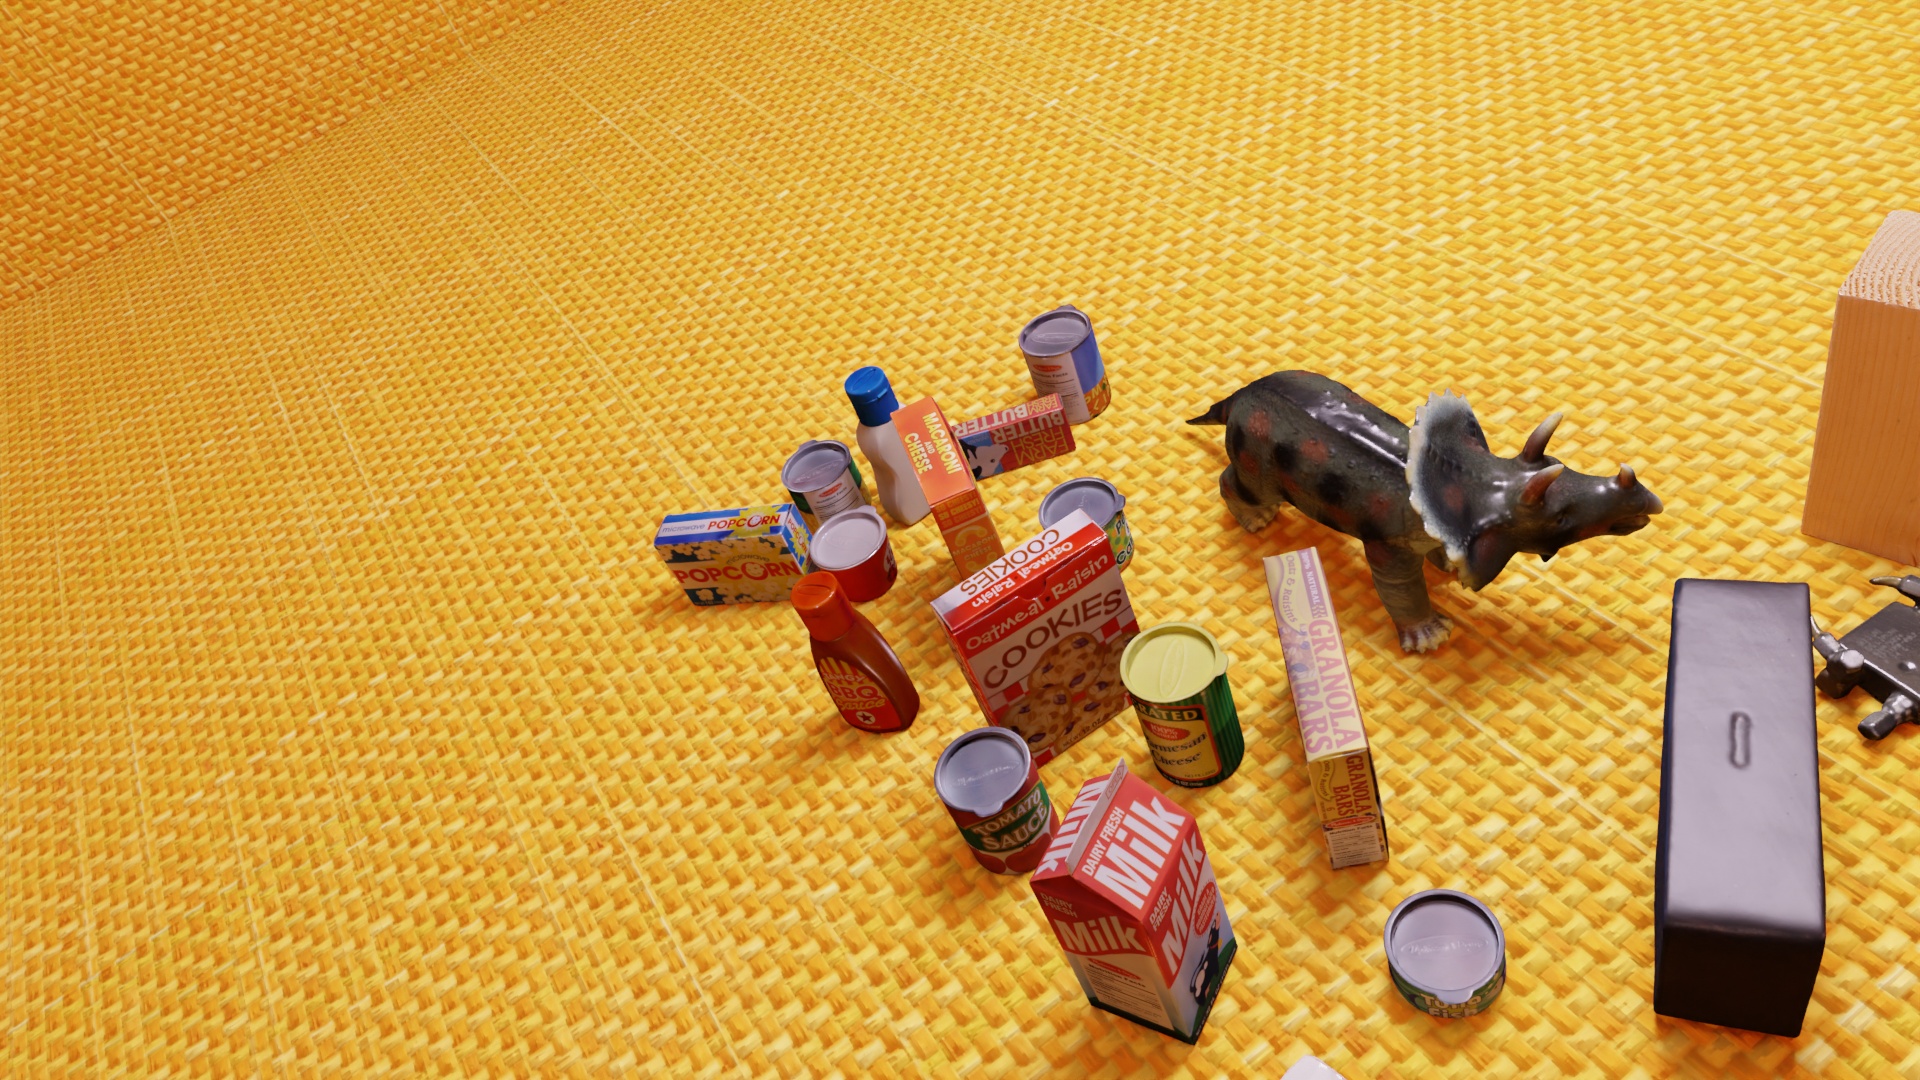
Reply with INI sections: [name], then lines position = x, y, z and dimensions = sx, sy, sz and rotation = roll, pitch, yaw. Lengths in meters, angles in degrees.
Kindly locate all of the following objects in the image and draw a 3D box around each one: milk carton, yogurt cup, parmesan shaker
[milk carton]
position = 0.099, 0.206, 0.798
dimensions = 0.073, 0.189, 0.073
rotation = 11, 53, 33
[yogurt cup]
position = -0.087, 0.015, 1.176
dimensions = 0.072, 0.053, 0.073
rotation = -13, 43, 12
[parmesan shaker]
position = 0.153, 0.113, 0.933
dimensions = 0.071, 0.102, 0.072
rotation = -13, 43, 12

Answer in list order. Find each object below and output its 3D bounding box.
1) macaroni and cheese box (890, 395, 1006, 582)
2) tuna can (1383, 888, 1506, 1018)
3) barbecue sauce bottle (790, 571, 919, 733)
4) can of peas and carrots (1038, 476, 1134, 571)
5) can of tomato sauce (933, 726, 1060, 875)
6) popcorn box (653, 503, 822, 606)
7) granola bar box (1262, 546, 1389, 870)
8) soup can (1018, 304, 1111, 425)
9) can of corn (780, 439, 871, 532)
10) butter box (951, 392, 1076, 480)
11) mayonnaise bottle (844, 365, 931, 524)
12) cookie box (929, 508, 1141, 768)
[macaroni and cheese box]
position = 0.004, -0.014, 1.081
dimensions = 0.040, 0.165, 0.124
rotation = -24, 42, 0
[tuna can]
position = 0.280, 0.240, 0.800
dimensions = 0.071, 0.032, 0.071
rotation = -13, 43, 12
[barbecue sauce bottle]
position = -0.082, 0.084, 1.033
dimensions = 0.065, 0.148, 0.044
rotation = 1, 48, 25
[can of peas and carrots]
position = 0.104, -0.008, 1.111
dimensions = 0.071, 0.058, 0.071
rotation = -13, 43, 12
[can of tomato sauce]
position = 0.027, 0.178, 0.938
dimensions = 0.071, 0.082, 0.071
rotation = -13, 43, 12
[popcorn box]
position = -0.189, 0.014, 1.199
dimensions = 0.126, 0.085, 0.038
rotation = -5, 45, 20
[granola bar box]
position = 0.234, 0.105, 0.889
dimensions = 0.039, 0.123, 0.166
rotation = -13, 43, 12
[soup can]
position = 0.096, -0.157, 1.247
dimensions = 0.071, 0.083, 0.072
rotation = -13, 43, 12
[can of corn]
position = -0.121, -0.049, 1.253
dimensions = 0.071, 0.058, 0.071
rotation = -13, 43, 12
[butter box]
position = 0.046, -0.090, 1.224
dimensions = 0.103, 0.053, 0.024
rotation = -17, 42, 7
[mayonnaise bottle]
position = -0.057, -0.084, 1.193
dimensions = 0.041, 0.147, 0.065
rotation = 24, 61, 40
[cookie box]
position = 0.063, 0.074, 0.965
dimensions = 0.123, 0.166, 0.040
rotation = -33, 43, -9
